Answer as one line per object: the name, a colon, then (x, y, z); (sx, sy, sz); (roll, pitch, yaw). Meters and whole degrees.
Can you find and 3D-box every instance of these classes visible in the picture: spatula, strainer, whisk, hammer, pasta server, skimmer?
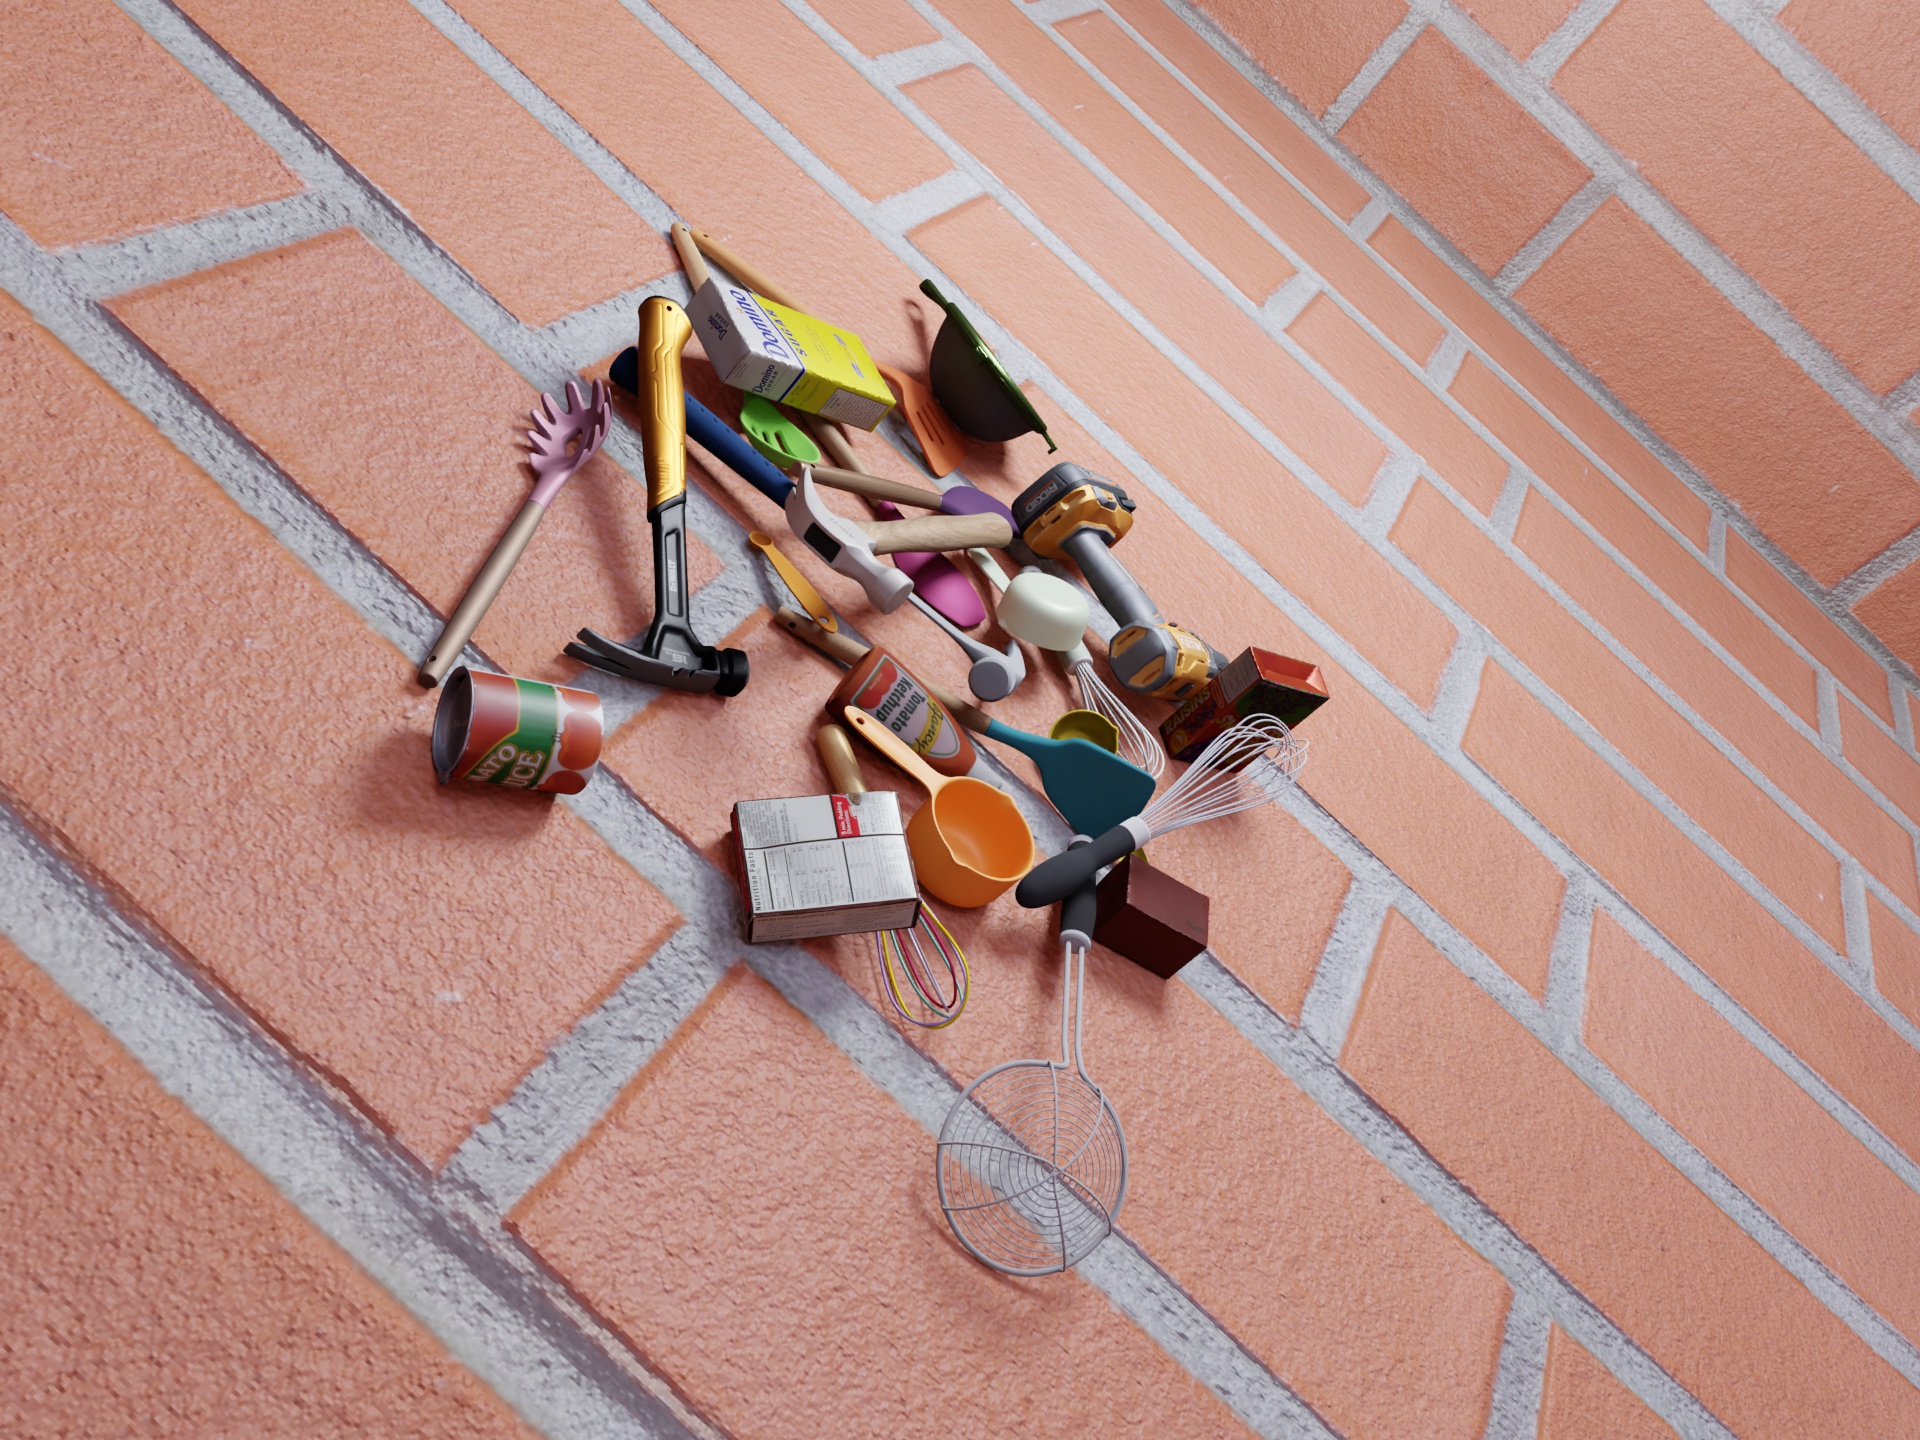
spatula: (-0.002, -0.004, 1.222); (0.317, 0.082, 0.044); (28, 27, -10)
strainer: (-0.007, -0.349, 1.538); (0.151, 0.069, 0.257); (43, 12, -46)
whisk: (0.105, -0.041, 1.358); (0.058, 0.059, 0.247); (-16, 58, -18)
hammer: (-0.222, -0.177, 1.158); (0.127, 0.034, 0.337); (13, 56, -33)
whisk: (0.153, 0.072, 1.191); (0.284, 0.070, 0.070); (-26, 72, -27)
pasta server: (-0.304, -0.135, 1.086); (0.060, 0.040, 0.316); (-2, 42, 14)
spatula: (-0.038, -0.192, 1.358); (0.315, 0.018, 0.060); (2, 51, -55)
hammer: (-0.033, -0.146, 1.245); (0.130, 0.031, 0.331); (42, 21, 12)
hammer: (-0.110, -0.156, 1.256); (0.405, 0.035, 0.144); (40, 11, 3)
skimmer: (0.060, 0.208, 1.089); (0.127, 0.090, 0.364); (30, 29, -10)
whisk: (-0.048, 0.100, 1.085); (0.051, 0.047, 0.245); (4, 49, -38)
spatula: (-0.123, -0.345, 1.467); (0.322, 0.041, 0.081); (37, 36, -2)

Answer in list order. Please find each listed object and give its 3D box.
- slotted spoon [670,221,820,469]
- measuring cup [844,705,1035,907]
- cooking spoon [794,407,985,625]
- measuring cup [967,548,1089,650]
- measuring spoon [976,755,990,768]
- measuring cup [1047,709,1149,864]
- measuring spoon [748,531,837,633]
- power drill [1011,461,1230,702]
slotted spoon: (-0.197, -0.326, 1.376); (0.070, 0.031, 0.314); (5, 49, -44)
measuring cup: (-0.028, 0.062, 1.134); (0.173, 0.052, 0.095); (42, 37, 2)
cooking spoon: (-0.082, -0.206, 1.369); (0.319, 0.017, 0.069); (52, 37, 11)
measuring cup: (0.051, -0.121, 1.358); (0.083, 0.038, 0.168); (0, 38, -35)
measuring spoon: (-0.019, 0.018, 1.215); (0.124, 0.018, 0.034); (38, 70, -16)
measuring cup: (0.117, 0.066, 1.276); (0.029, 0.062, 0.156); (85, -18, -80)
measuring spoon: (-0.129, -0.104, 1.220); (0.021, 0.011, 0.117); (-13, 54, -43)
power drill: (0.157, -0.114, 1.437); (0.185, 0.084, 0.226); (6, 49, -59)
